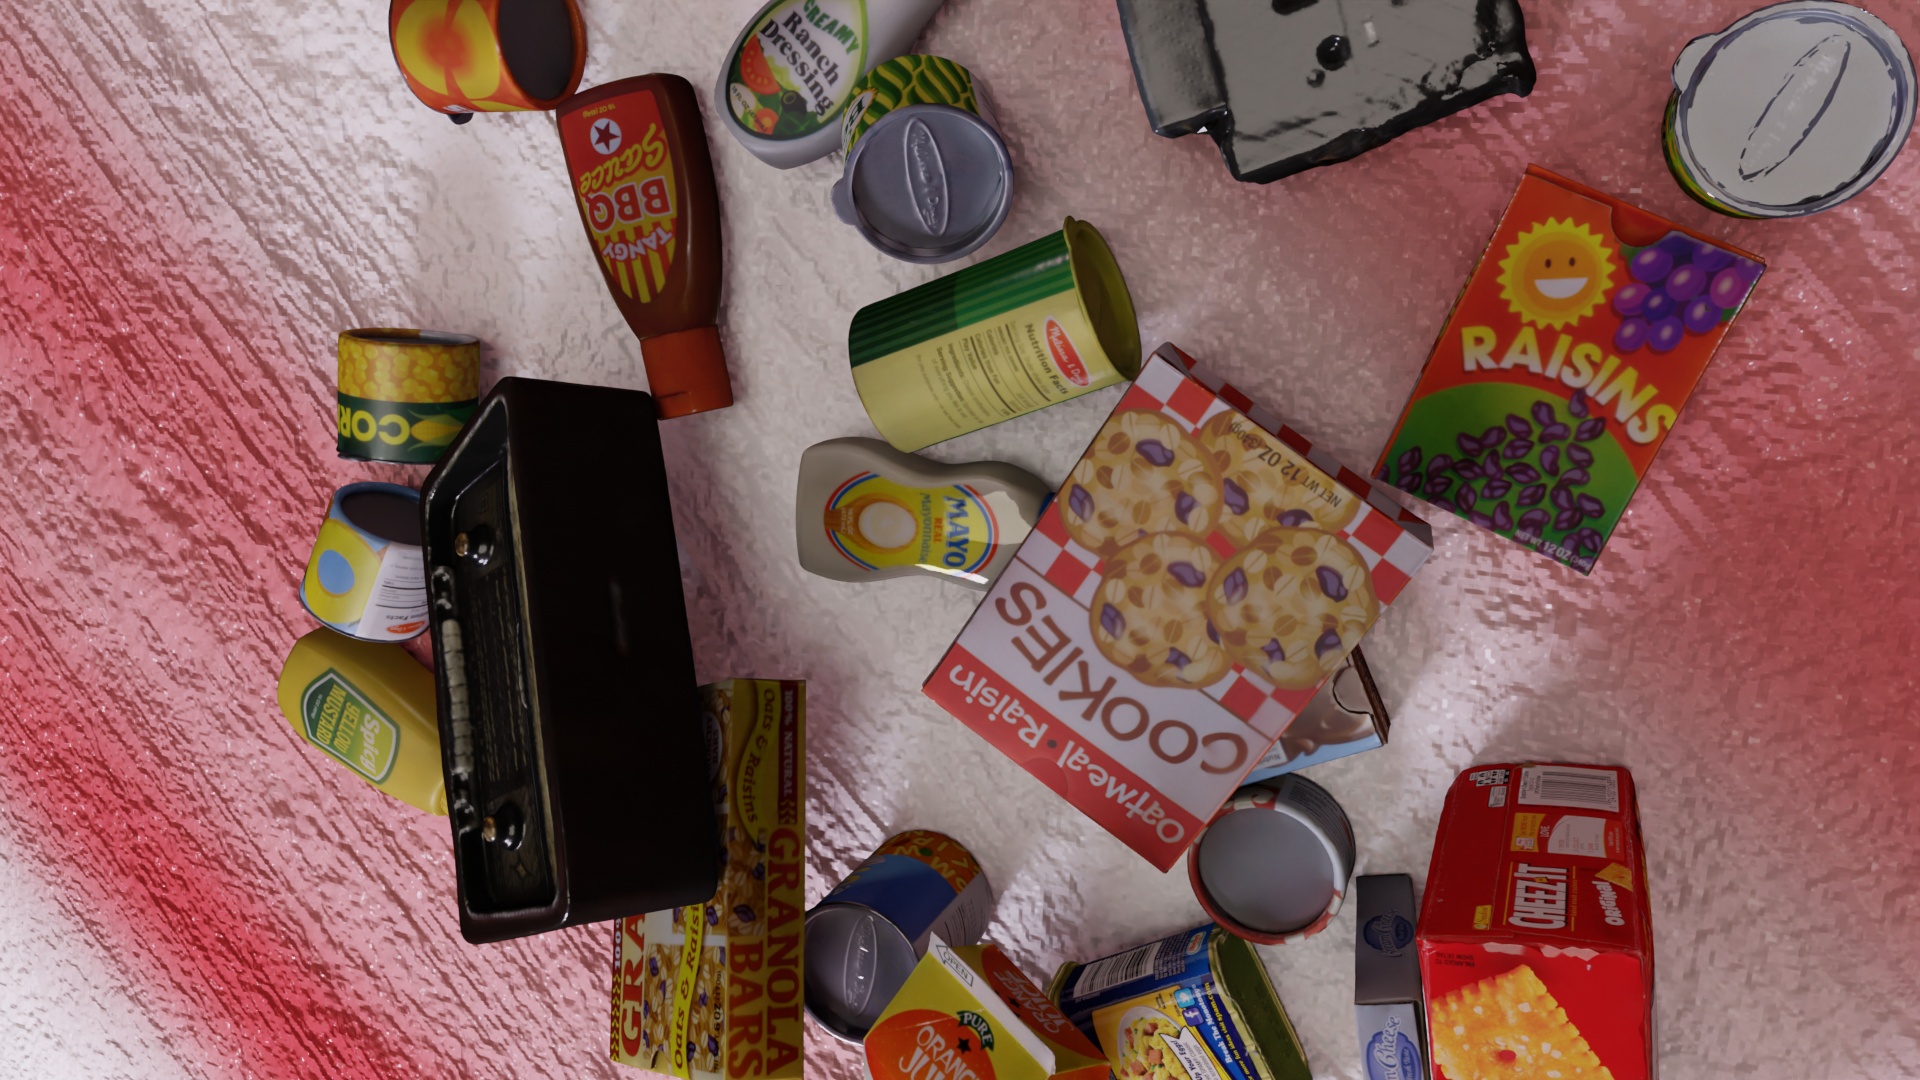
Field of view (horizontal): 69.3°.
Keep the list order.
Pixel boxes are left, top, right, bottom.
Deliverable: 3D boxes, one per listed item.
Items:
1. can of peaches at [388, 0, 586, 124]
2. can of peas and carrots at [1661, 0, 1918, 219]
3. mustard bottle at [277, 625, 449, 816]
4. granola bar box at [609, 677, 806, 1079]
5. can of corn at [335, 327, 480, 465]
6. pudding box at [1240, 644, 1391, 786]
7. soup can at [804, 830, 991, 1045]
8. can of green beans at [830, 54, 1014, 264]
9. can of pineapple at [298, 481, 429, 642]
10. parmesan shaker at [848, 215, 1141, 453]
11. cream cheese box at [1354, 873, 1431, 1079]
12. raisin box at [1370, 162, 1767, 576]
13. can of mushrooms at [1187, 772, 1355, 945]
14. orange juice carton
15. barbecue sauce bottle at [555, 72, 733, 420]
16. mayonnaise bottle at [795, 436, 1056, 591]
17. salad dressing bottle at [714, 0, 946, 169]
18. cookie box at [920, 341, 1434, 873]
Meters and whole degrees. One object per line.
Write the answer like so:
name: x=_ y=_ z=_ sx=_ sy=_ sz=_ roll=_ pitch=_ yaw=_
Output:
can of peaches: x=-0.212 y=-0.226 z=0.630 sx=0.058 sy=0.071 sz=0.071 roll=4 pitch=103 yaw=20
can of peas and carrots: x=0.267 y=-0.141 z=0.459 sx=0.071 sy=0.059 sz=0.070 roll=5 pitch=102 yaw=21
mustard bottle: x=-0.288 y=0.106 z=0.736 sx=0.160 sy=0.049 sz=0.065 roll=31 pitch=112 yaw=13
granola bar box: x=-0.115 y=0.151 z=0.621 sx=0.124 sy=0.039 sz=0.166 roll=-21 pitch=66 yaw=52
can of corn: x=-0.273 y=-0.072 z=0.682 sx=0.071 sy=0.071 sz=0.058 roll=11 pitch=104 yaw=19
pudding box: x=0.129 y=0.070 z=0.573 sx=0.083 sy=0.030 sz=0.049 roll=-22 pitch=91 yaw=24
soup can: x=-0.033 y=0.176 z=0.630 sx=0.071 sy=0.084 sz=0.071 roll=4 pitch=102 yaw=21
can of green beans: x=-0.015 y=-0.153 z=0.555 sx=0.071 sy=0.058 sz=0.071 roll=-3 pitch=128 yaw=-4
can of pineapple: x=-0.297 y=0.009 z=0.711 sx=0.071 sy=0.071 sz=0.057 roll=33 pitch=111 yaw=13
parmesan shaker: x=0.013 y=-0.084 z=0.567 sx=0.103 sy=0.071 sz=0.071 roll=-16 pitch=95 yaw=25
cream cheese box: x=0.168 y=0.176 z=0.539 sx=0.024 sy=0.104 sz=0.053 roll=-7 pitch=100 yaw=17
raisin box: x=0.217 y=-0.062 z=0.506 sx=0.086 sy=0.040 sz=0.123 roll=28 pitch=109 yaw=15
can of mushrooms: x=0.129 y=0.135 z=0.584 sx=0.071 sy=0.033 sz=0.071 roll=5 pitch=103 yaw=20
orange juice carton: x=0.009 y=0.244 z=0.584 sx=0.072 sy=0.073 sz=0.191 roll=38 pitch=140 yaw=36
barbecue sauce bottle: x=-0.136 y=-0.130 z=0.631 sx=0.065 sy=0.044 sz=0.148 roll=-9 pitch=98 yaw=22
mayonnaise bottle: x=0.002 y=-0.008 z=0.601 sx=0.148 sy=0.041 sz=0.064 roll=7 pitch=104 yaw=20
salad dressing bottle: x=-0.038 y=-0.218 z=0.573 sx=0.147 sy=0.044 sz=0.064 roll=-38 pitch=89 yaw=24
cookie box: x=0.079 y=0.028 z=0.538 sx=0.123 sy=0.040 sz=0.167 roll=36 pitch=110 yaw=5
